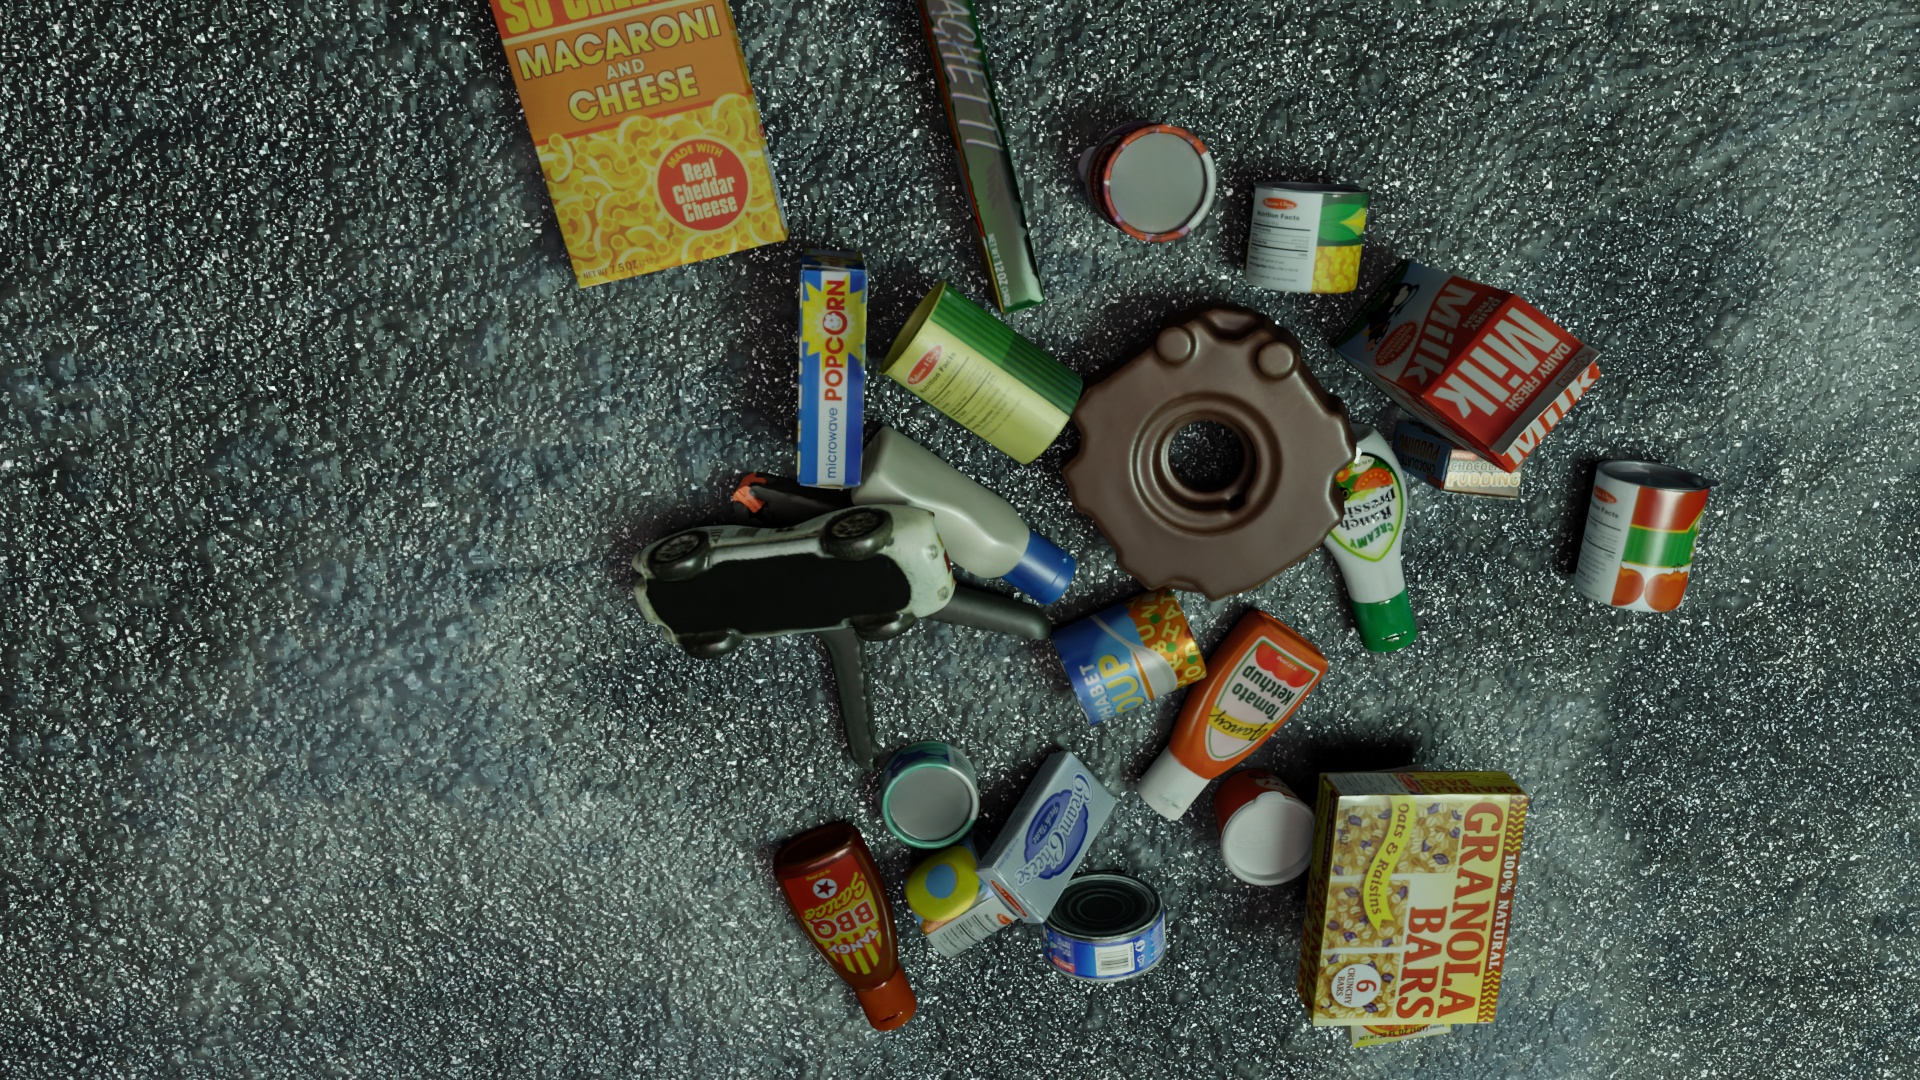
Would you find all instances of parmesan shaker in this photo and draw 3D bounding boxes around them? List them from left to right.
[{"bbox_3d":[0.012,-0.098,0.831,0.103,0.071,0.071,33,103,-15],"label":"parmesan shaker"}]

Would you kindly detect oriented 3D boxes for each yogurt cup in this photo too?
[{"bbox_3d":[0.205,0.192,0.946,0.072,0.054,0.072,-1,108,-4],"label":"yogurt cup"}]

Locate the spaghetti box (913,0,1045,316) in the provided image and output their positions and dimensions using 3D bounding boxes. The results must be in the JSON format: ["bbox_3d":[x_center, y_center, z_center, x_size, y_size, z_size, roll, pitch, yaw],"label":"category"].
[{"bbox_3d":[0.003,-0.252,0.787,0.029,0.050,0.249,-16,108,-1],"label":"spaghetti box"}]

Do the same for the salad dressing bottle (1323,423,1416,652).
[{"bbox_3d":[0.260,0.000,0.893,0.064,0.044,0.147,-18,109,5],"label":"salad dressing bottle"}]

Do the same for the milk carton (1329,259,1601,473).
[{"bbox_3d":[0.288,-0.099,0.786,0.073,0.191,0.072,37,102,-15],"label":"milk carton"}]

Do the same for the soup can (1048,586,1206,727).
[{"bbox_3d":[0.108,0.075,0.891,0.084,0.071,0.071,-23,109,3],"label":"soup can"}]

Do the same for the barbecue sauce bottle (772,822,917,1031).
[{"bbox_3d":[-0.073,0.268,0.955,0.065,0.044,0.148,-21,109,1],"label":"barbecue sauce bottle"}]

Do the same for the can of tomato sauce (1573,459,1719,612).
[{"bbox_3d":[0.440,-0.003,0.895,0.071,0.071,0.082,2,109,-5],"label":"can of tomato sauce"}]

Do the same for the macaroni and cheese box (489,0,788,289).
[{"bbox_3d":[-0.177,-0.238,0.782,0.124,0.040,0.166,-14,109,-1],"label":"macaroni and cheese box"}]

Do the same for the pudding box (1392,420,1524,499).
[{"bbox_3d":[0.306,-0.050,0.860,0.050,0.084,0.030,4,105,-5],"label":"pudding box"}]

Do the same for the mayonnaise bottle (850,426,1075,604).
[{"bbox_3d":[0.003,-0.011,0.861,0.148,0.065,0.041,32,121,-18],"label":"mayonnaise bottle"}]

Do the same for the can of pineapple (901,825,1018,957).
[{"bbox_3d":[0.001,0.237,0.940,0.058,0.071,0.071,-32,108,7],"label":"can of pineapple"}]

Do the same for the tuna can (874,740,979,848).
[{"bbox_3d":[-0.023,0.172,0.932,0.071,0.033,0.070,-2,108,-5],"label":"tuna can"}]

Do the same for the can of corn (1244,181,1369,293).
[{"bbox_3d":[0.205,-0.180,0.820,0.071,0.071,0.058,1,109,-5],"label":"can of corn"}]

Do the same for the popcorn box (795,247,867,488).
[{"bbox_3d":[-0.076,-0.102,0.811,0.038,0.085,0.126,1,108,-6],"label":"popcorn box"}]

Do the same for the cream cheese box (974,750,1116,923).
[{"bbox_3d":[0.058,0.194,0.919,0.053,0.024,0.104,48,56,-16],"label":"cream cheese box"}]

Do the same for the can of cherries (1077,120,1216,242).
[{"bbox_3d":[0.107,-0.208,0.805,0.071,0.058,0.071,-2,108,-5],"label":"can of cherries"}]

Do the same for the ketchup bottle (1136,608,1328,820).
[{"bbox_3d":[0.175,0.119,0.926,0.064,0.044,0.148,33,103,-14],"label":"ketchup bottle"}]

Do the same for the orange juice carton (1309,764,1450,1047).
[{"bbox_3d":[0.289,0.244,0.960,0.072,0.073,0.192,-9,108,-1],"label":"orange juice carton"}]

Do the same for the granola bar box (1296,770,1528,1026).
[{"bbox_3d":[0.289,0.230,0.896,0.124,0.039,0.165,0,106,-4],"label":"granola bar box"}]
